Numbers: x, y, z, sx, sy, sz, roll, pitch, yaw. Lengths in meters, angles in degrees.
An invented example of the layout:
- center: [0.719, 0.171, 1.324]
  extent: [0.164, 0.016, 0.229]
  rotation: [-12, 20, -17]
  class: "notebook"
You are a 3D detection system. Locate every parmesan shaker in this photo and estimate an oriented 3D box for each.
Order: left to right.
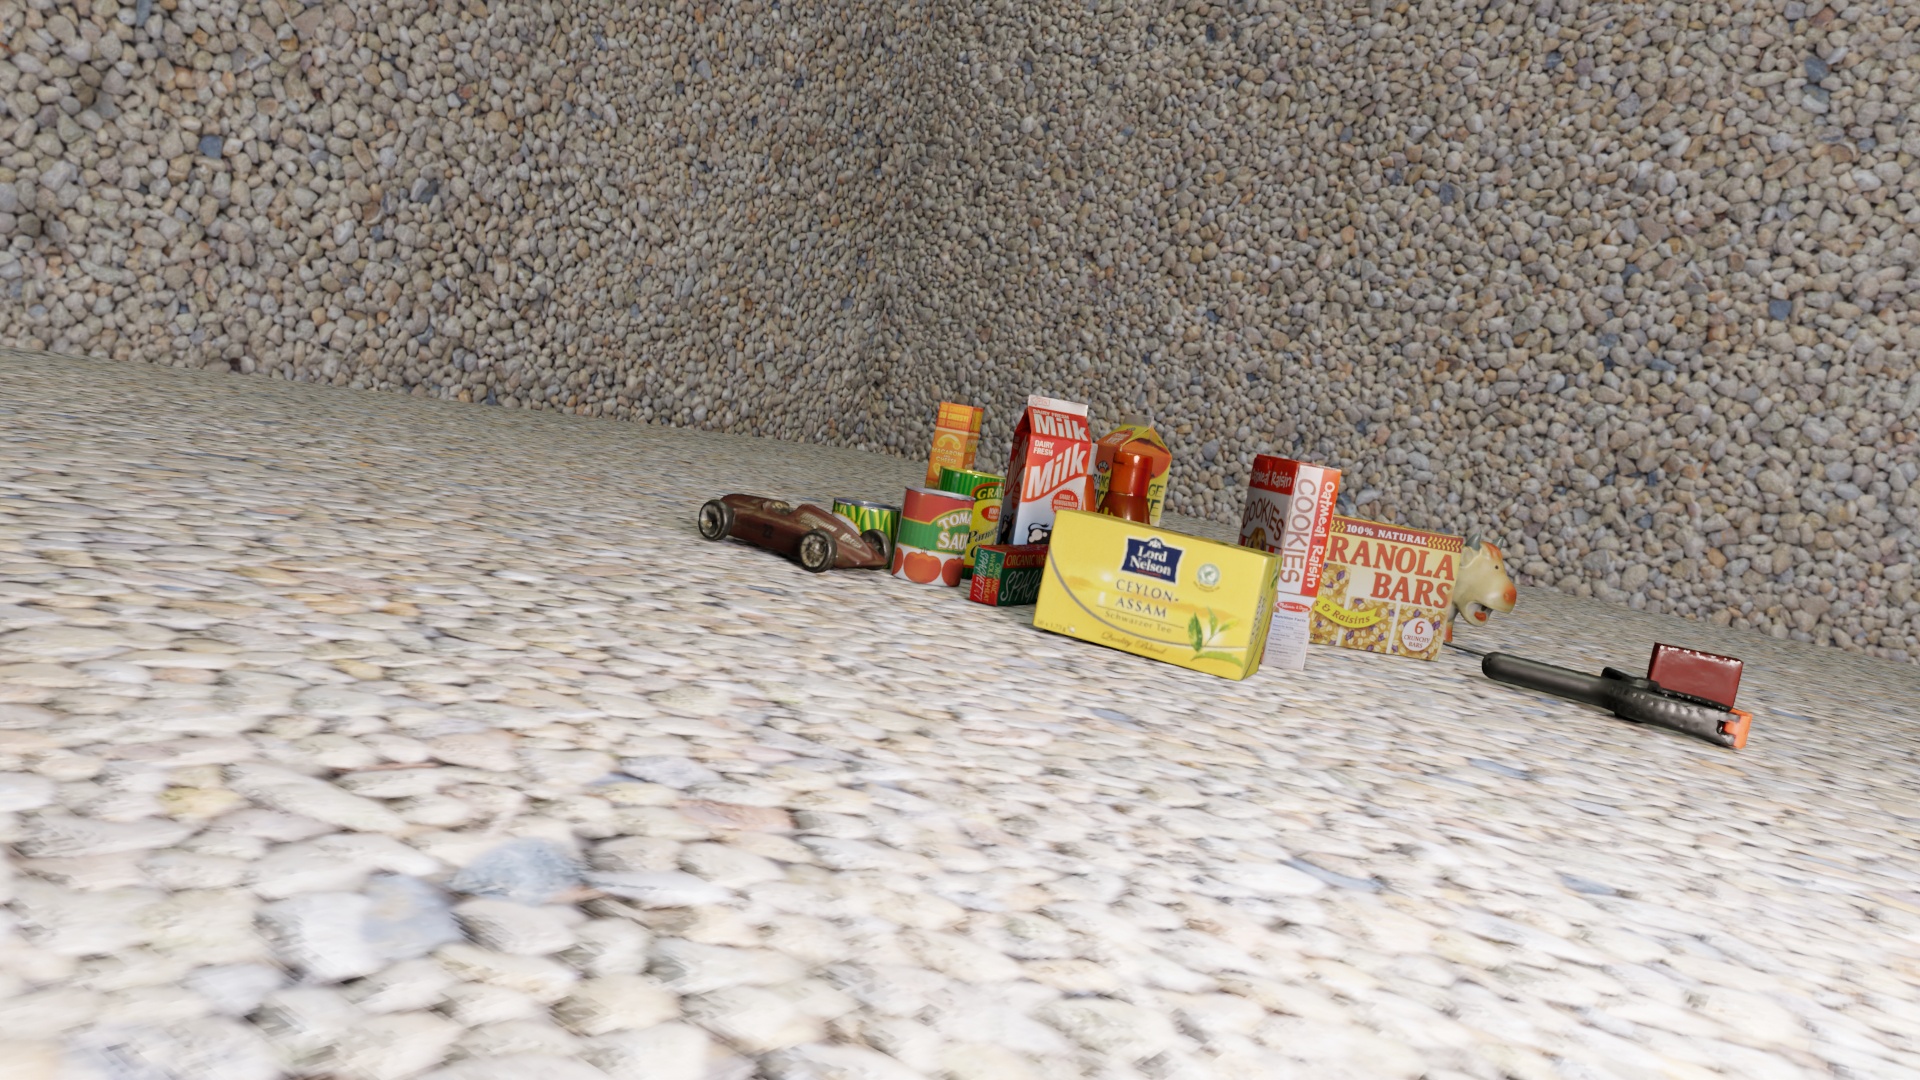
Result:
- center: [0.005, -0.017, 1.369]
  extent: [0.071, 0.103, 0.071]
  rotation: [10, 5, -1]
  class: "parmesan shaker"

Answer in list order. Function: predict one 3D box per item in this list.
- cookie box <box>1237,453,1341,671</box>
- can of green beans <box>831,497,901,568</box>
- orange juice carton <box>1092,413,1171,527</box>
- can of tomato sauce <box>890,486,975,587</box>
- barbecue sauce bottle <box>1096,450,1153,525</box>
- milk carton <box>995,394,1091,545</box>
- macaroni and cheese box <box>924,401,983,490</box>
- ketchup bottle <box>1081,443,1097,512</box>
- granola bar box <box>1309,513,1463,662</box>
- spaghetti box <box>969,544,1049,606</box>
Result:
- center: [0.267, 0.014, 1.173]
  extent: [0.040, 0.167, 0.123]
  rotation: [10, 5, -6]
  class: "cookie box"
- center: [-0.093, -0.007, 1.324]
  extent: [0.071, 0.057, 0.071]
  rotation: [10, 5, -1]
  class: "can of green beans"
- center: [0.200, -0.058, 1.688]
  extent: [0.073, 0.192, 0.072]
  rotation: [8, 5, -22]
  class: "orange juice carton"
- center: [-0.024, -0.003, 1.276]
  extent: [0.071, 0.083, 0.071]
  rotation: [10, 5, -1]
  class: "can of tomato sauce"
- center: [0.147, -0.007, 1.277]
  extent: [0.044, 0.148, 0.065]
  rotation: [7, 6, -34]
  class: "barbecue sauce bottle"
- center: [0.093, -0.062, 1.540]
  extent: [0.072, 0.190, 0.073]
  rotation: [9, 5, -14]
  class: "milk carton"
- center: [-0.013, -0.067, 1.520]
  extent: [0.040, 0.166, 0.124]
  rotation: [10, 5, 5]
  class: "macaroni and cheese box"
- center: [0.134, -0.046, 1.669]
  extent: [0.065, 0.148, 0.043]
  rotation: [13, 5, 32]
  class: "ketchup bottle"
- center: [0.390, 0.043, 1.334]
  extent: [0.166, 0.124, 0.039]
  rotation: [9, 5, -11]
  class: "granola bar box"
- center: [0.078, 0.030, 1.288]
  extent: [0.029, 0.050, 0.250]
  rotation: [12, 6, 27]
  class: "spaghetti box"
